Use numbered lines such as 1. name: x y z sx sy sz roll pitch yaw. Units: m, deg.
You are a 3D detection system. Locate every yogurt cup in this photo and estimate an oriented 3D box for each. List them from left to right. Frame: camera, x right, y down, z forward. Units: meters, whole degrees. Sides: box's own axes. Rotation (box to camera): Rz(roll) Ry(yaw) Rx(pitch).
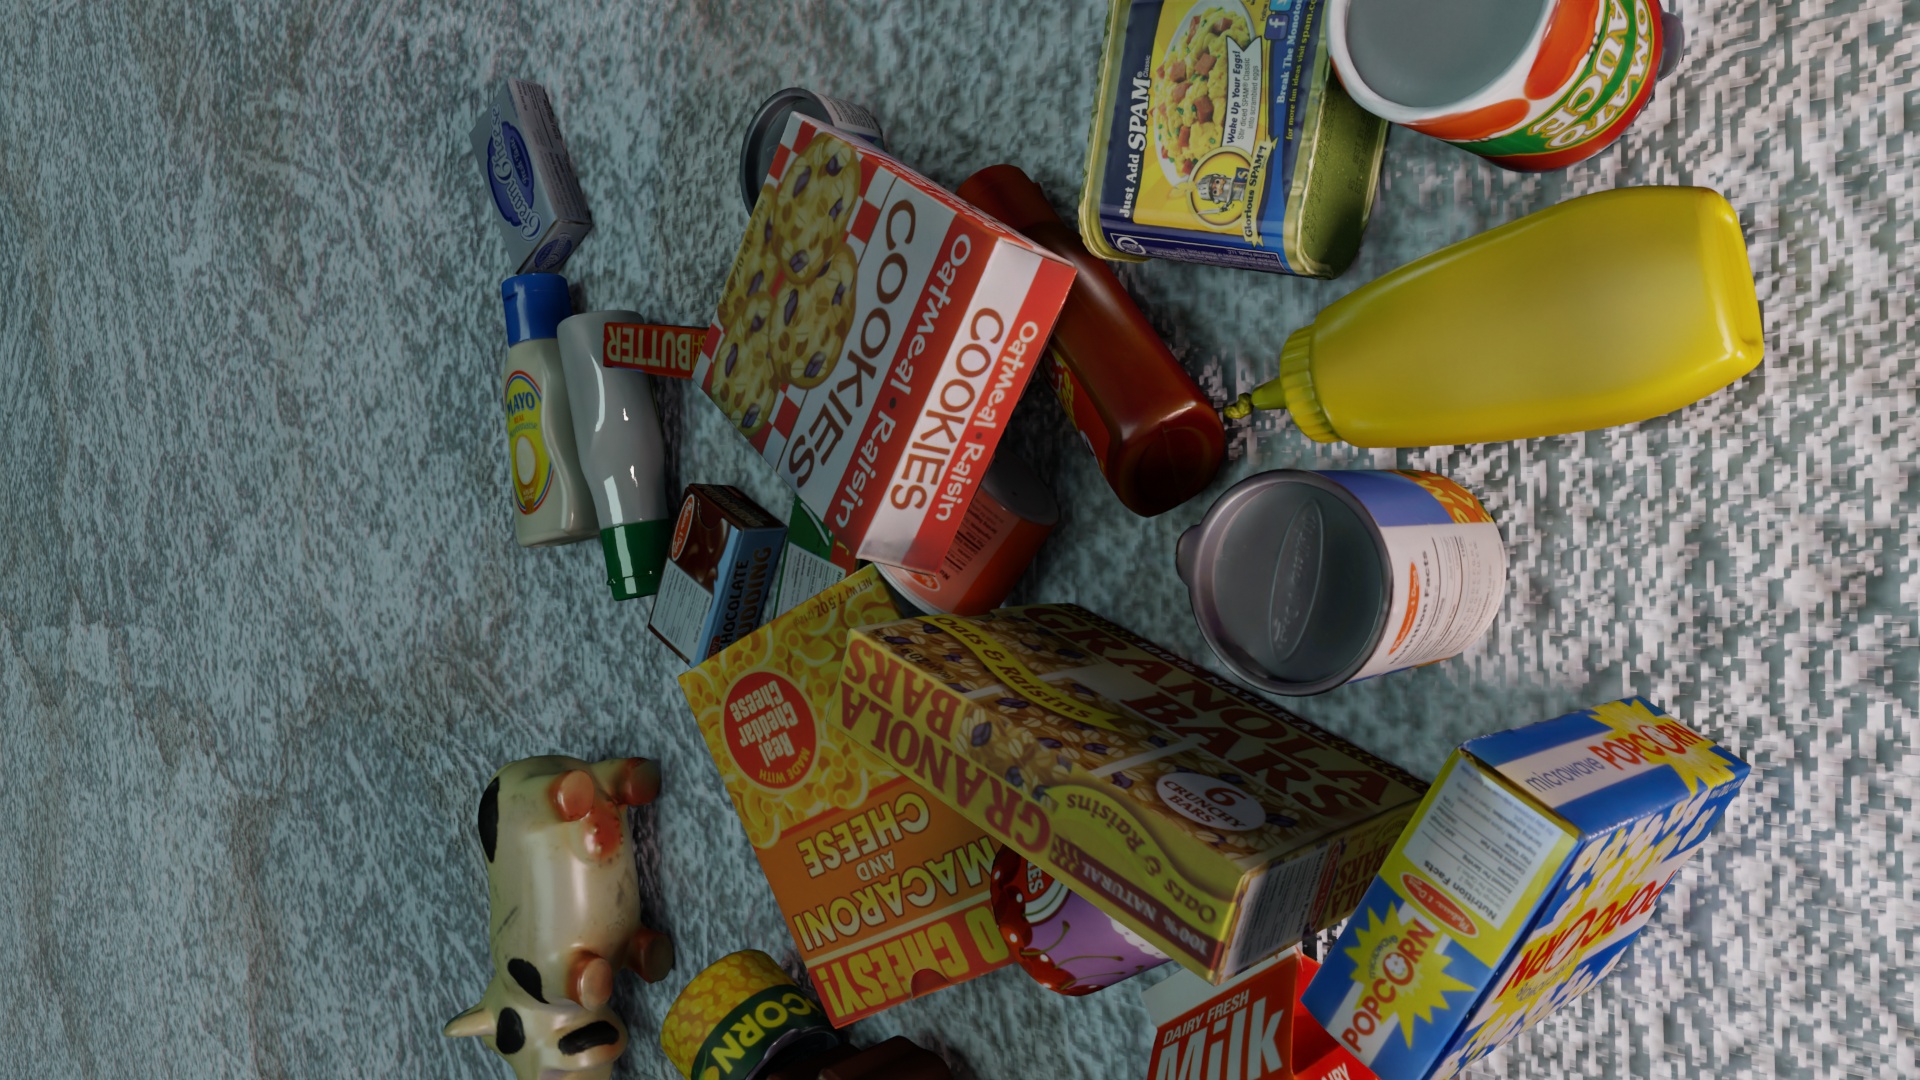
1. yogurt cup: 0.002 -0.007 0.553 0.053 0.072 0.072 -49 61 23

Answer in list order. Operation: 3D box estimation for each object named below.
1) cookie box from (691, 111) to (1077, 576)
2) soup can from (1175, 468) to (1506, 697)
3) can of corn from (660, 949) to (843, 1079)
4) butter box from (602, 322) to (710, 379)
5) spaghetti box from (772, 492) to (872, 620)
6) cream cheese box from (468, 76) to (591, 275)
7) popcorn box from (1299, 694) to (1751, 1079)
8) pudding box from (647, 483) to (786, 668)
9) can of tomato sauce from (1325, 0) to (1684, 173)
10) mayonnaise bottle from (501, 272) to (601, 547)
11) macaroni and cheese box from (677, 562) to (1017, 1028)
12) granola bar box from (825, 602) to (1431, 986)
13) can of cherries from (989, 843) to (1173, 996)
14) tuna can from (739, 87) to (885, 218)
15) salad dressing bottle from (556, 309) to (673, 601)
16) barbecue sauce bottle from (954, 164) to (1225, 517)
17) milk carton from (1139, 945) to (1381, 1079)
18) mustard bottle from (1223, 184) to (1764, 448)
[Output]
1. cookie box: -0.037 -0.081 0.536 0.168 0.040 0.122 43 115 47
2. soup can: 0.119 0.010 0.432 0.071 0.084 0.071 2 94 42
3. can of corn: -0.098 0.235 0.652 0.058 0.071 0.071 35 115 36
4. butter box: -0.121 -0.090 0.666 0.103 0.053 0.024 12 103 41
5. spaghetti box: -0.048 -0.019 0.620 0.050 0.029 0.249 23 108 39
6. cream cheese box: -0.247 -0.207 0.795 0.053 0.024 0.104 -36 68 38
7. popcorn box: 0.155 0.091 0.375 0.038 0.127 0.085 39 117 37
8. pudding box: -0.121 0.019 0.688 0.050 0.030 0.083 34 114 37
9. can of tomato sauce: 0.154 -0.143 0.393 0.071 0.083 0.071 3 94 43
10. mayonnaise bottle: -0.229 -0.072 0.773 0.064 0.041 0.148 -12 84 44
11. macaroni and cheese box: -0.036 0.106 0.582 0.123 0.040 0.166 -30 80 31
12. granola bar box: 0.056 0.071 0.465 0.166 0.124 0.039 27 110 38
13. can of cherries: 0.052 0.125 0.509 0.058 0.071 0.071 -37 68 38
14. tuna can: -0.067 -0.165 0.627 0.071 0.033 0.071 3 94 42
15. salad dressing bottle: -0.176 -0.044 0.724 0.064 0.044 0.147 -14 86 64
16. barbecue sauce bottle: 0.043 -0.081 0.516 0.044 0.064 0.149 -29 59 0
17. milk carton: 0.125 0.222 0.444 0.072 0.073 0.191 -44 64 35
18. mustard bottle: 0.150 -0.059 0.424 0.160 0.049 0.065 -11 85 43
